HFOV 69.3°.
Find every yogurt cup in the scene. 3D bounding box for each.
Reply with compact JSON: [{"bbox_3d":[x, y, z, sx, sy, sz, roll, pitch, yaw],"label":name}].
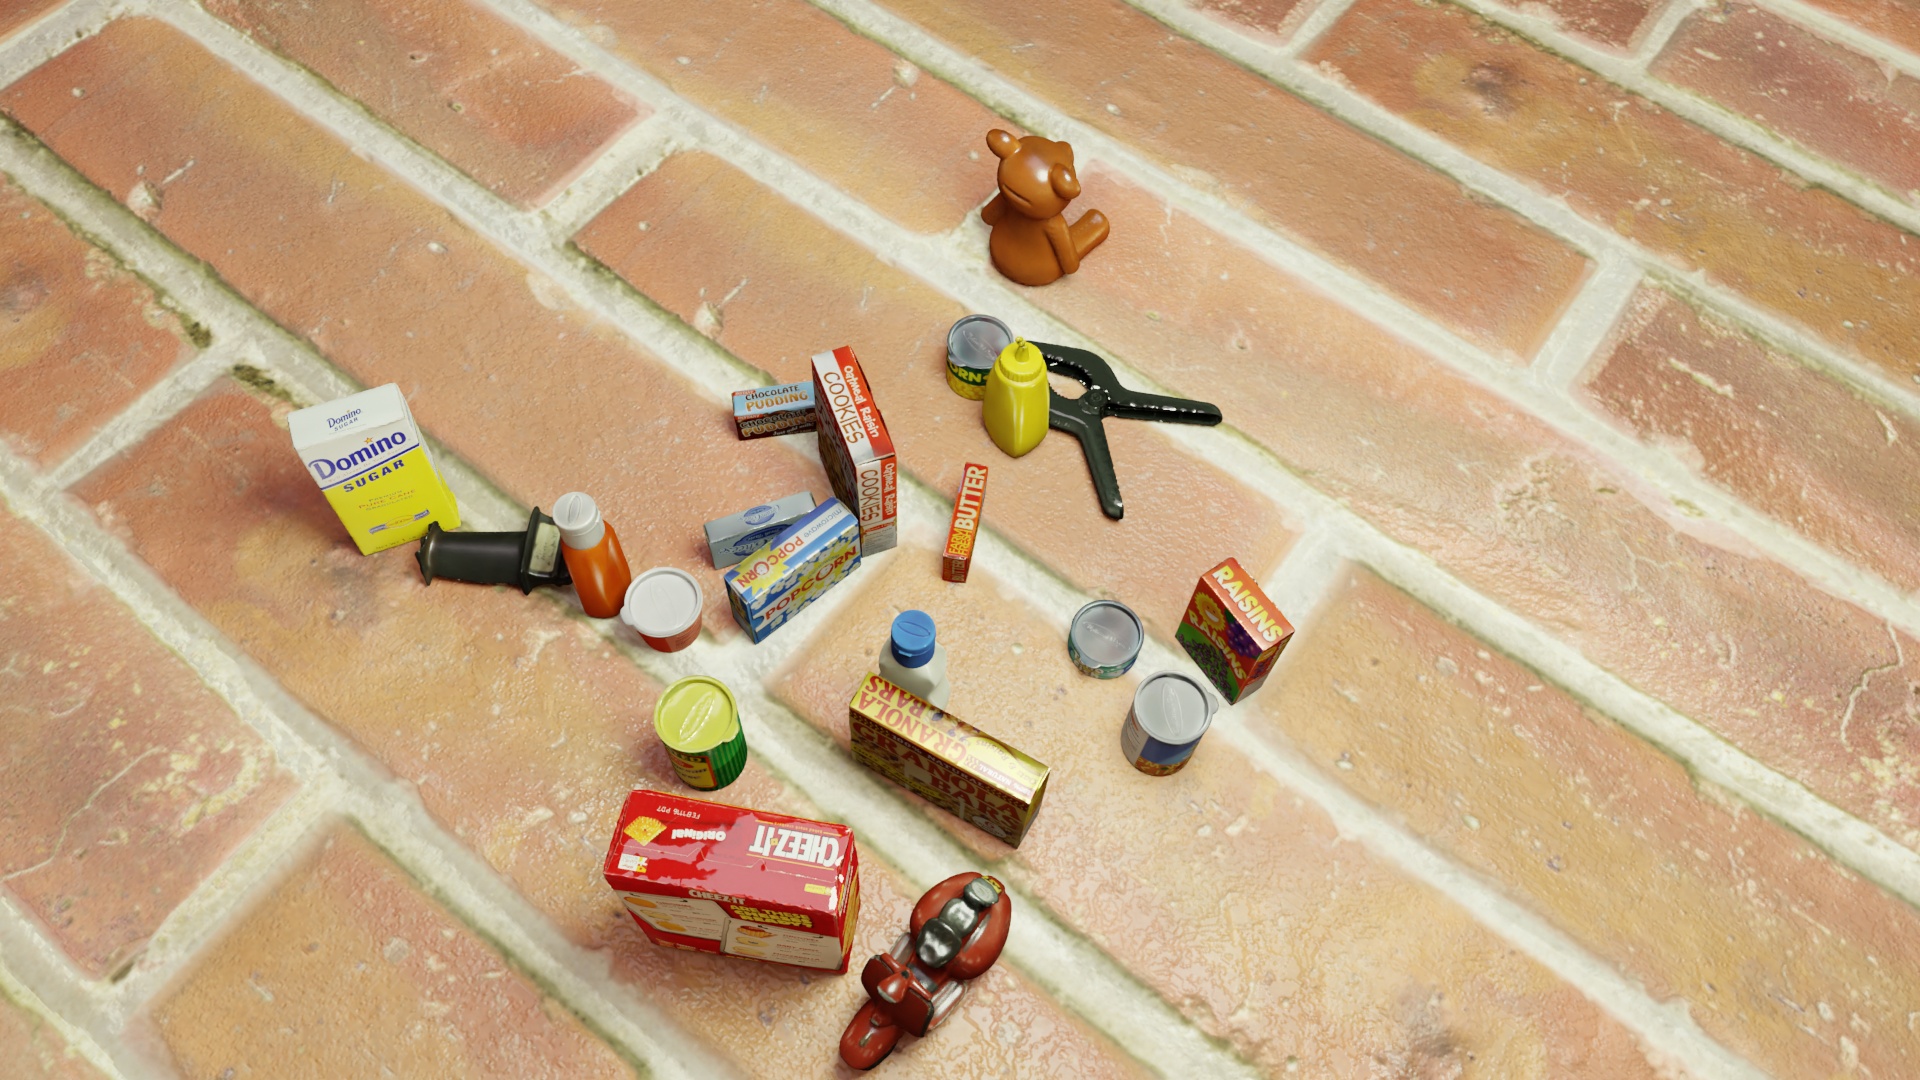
[{"bbox_3d":[-0.261,0.065,1.234,0.072,0.053,0.073,1,61,-2],"label":"yogurt cup"}]

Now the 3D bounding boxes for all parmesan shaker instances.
[{"bbox_3d":[-0.212,0.164,1.154,0.071,0.102,0.071,1,61,-2],"label":"parmesan shaker"}]

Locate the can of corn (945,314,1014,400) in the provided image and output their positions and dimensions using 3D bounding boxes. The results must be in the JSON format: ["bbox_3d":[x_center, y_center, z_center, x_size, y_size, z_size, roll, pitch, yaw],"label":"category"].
[{"bbox_3d":[0.017,-0.180,1.381,0.071,0.058,0.071,1,61,-2],"label":"can of corn"}]

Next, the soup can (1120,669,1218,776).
[{"bbox_3d":[0.177,0.157,1.187,0.071,0.083,0.071,1,61,-2],"label":"soup can"}]

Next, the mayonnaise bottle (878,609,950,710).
[{"bbox_3d":[-0.040,0.105,1.169,0.065,0.147,0.041,19,62,8],"label":"mayonnaise bottle"}]

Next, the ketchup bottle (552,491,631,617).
[{"bbox_3d":[-0.320,0.010,1.208,0.043,0.148,0.065,3,61,-1],"label":"ketchup bottle"}]

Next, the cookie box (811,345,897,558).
[{"bbox_3d":[-0.094,-0.078,1.257,0.040,0.166,0.123,-18,64,-12],"label":"cookie box"}]

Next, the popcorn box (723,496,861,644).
[{"bbox_3d":[-0.148,0.027,1.243,0.127,0.084,0.038,-38,69,-21],"label":"popcorn box"}]

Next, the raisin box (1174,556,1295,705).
[{"bbox_3d":[0.238,0.080,1.210,0.040,0.122,0.086,-29,66,-17],"label":"raisin box"}]

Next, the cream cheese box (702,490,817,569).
[{"bbox_3d":[-0.182,-0.010,1.280,0.104,0.053,0.024,-19,64,-12],"label":"cream cheese box"}]

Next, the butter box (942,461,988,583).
[{"bbox_3d":[0.005,-0.016,1.293,0.024,0.053,0.104,11,61,3],"label":"butter box"}]

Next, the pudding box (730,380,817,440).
[{"bbox_3d":[-0.177,-0.126,1.347,0.084,0.049,0.030,-8,62,-7],"label":"pudding box"}]

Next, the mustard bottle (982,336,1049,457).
[{"bbox_3d":[0.055,-0.142,1.304,0.049,0.159,0.065,-34,68,-19],"label":"mustard bottle"}]

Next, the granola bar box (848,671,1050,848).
[{"bbox_3d":[-0.012,0.183,1.140,0.166,0.123,0.039,27,64,12],"label":"granola bar box"}]

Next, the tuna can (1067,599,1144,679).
[{"bbox_3d":[0.129,0.091,1.250,0.071,0.032,0.071,1,61,-2],"label":"tuna can"}]
